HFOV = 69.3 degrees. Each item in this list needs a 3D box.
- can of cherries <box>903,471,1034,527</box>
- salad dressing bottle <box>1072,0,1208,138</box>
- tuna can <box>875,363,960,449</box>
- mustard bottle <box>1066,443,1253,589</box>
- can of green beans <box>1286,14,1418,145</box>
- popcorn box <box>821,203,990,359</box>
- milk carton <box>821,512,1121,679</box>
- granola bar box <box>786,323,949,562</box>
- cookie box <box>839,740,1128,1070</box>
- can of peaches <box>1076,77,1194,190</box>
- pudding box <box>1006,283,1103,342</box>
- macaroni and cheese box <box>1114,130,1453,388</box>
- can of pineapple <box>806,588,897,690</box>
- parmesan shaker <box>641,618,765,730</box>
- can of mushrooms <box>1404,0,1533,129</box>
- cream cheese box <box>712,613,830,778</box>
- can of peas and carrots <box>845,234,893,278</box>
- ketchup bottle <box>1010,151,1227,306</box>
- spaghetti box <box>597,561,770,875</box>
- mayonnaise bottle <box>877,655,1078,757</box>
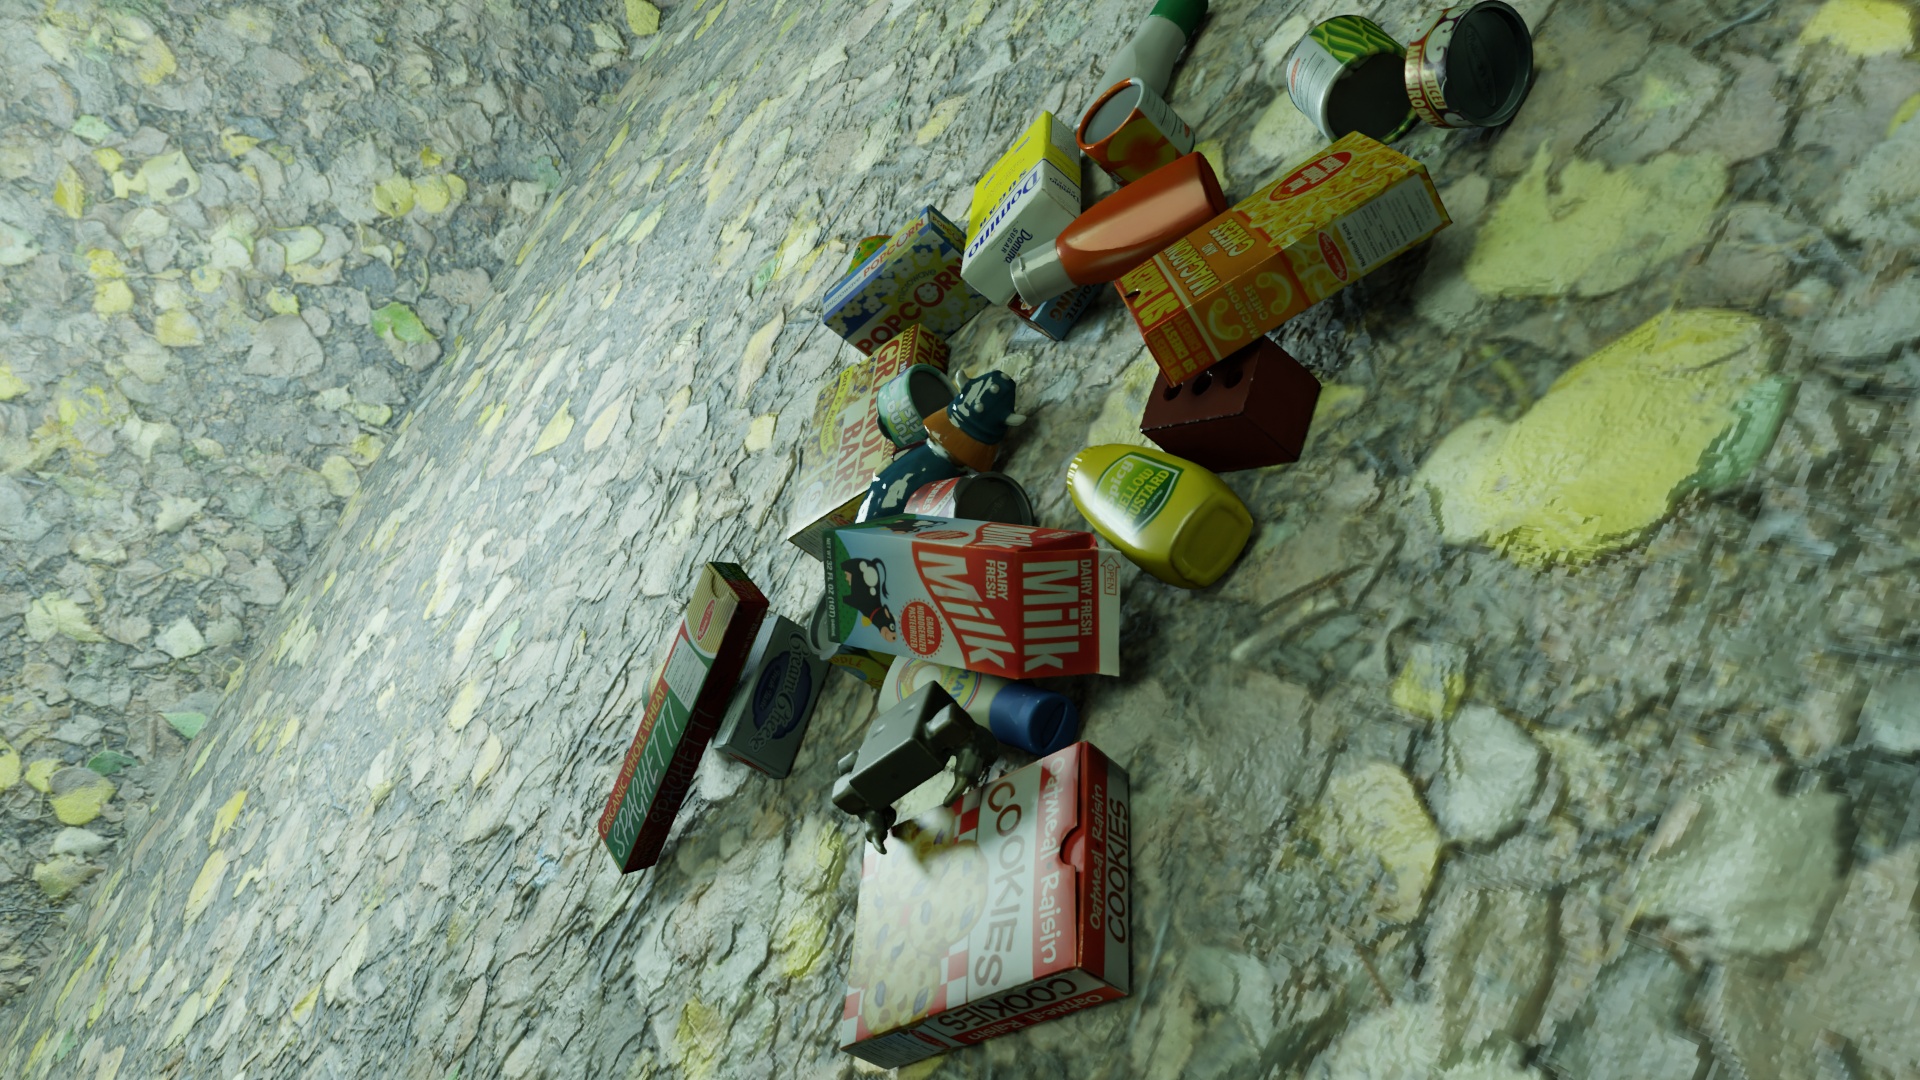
[{"bbox_3d":[0.003,-0.011,0.897,0.058,0.071,0.072,-6,55,52],"label":"can of cherries"},{"bbox_3d":[0.143,-0.367,1.081,0.148,0.044,0.064,-59,26,-9],"label":"salad dressing bottle"},{"bbox_3d":[-0.029,-0.094,1.022,0.032,0.071,0.071,-29,39,35],"label":"tuna can"},{"bbox_3d":[0.100,-0.024,0.798,0.065,0.048,0.160,-54,31,-1],"label":"mustard bottle"},{"bbox_3d":[0.239,-0.276,0.839,0.071,0.071,0.058,-42,34,20],"label":"can of green beans"},{"bbox_3d":[-0.039,-0.199,1.122,0.126,0.085,0.038,-36,37,27],"label":"popcorn box"},{"bbox_3d":[0.013,0.030,0.796,0.190,0.074,0.072,8,104,41],"label":"milk carton"},{"bbox_3d":[-0.072,-0.079,1.095,0.124,0.039,0.166,-28,40,36],"label":"granola bar box"},{"bbox_3d":[0.012,0.190,0.719,0.167,0.040,0.123,-31,37,34],"label":"cookie box"},{"bbox_3d":[0.126,-0.294,1.017,0.071,0.058,0.071,-33,37,30],"label":"can of peaches"},{"bbox_3d":[0.077,-0.189,1.008,0.083,0.030,0.050,-52,32,4],"label":"pudding box"},{"bbox_3d":[0.172,-0.161,0.780,0.166,0.040,0.124,-30,21,11],"label":"macaroni and cheese box"},{"bbox_3d":[-0.061,0.061,0.926,0.070,0.058,0.071,-35,36,30],"label":"can of pineapple"},{"bbox_3d":[-0.184,0.106,1.039,0.102,0.071,0.072,-31,38,34],"label":"parmesan shaker"},{"bbox_3d":[0.279,-0.261,0.768,0.071,0.071,0.033,-58,30,-5],"label":"can of mushrooms"},{"bbox_3d":[-0.130,0.109,0.978,0.024,0.053,0.104,-14,49,50],"label":"cream cheese box"},{"bbox_3d":[-0.069,-0.221,1.199,0.070,0.071,0.059,-21,43,43],"label":"can of peas and carrots"},{"bbox_3d":[0.105,-0.205,0.942,0.148,0.043,0.065,-22,55,24],"label":"ketchup bottle"},{"bbox_3d":[-0.202,0.130,0.991,0.050,0.029,0.249,44,119,37],"label":"spaghetti box"},{"bbox_3d":[0.010,0.094,0.814,0.148,0.041,0.065,8,68,56],"label":"mayonnaise bottle"}]
